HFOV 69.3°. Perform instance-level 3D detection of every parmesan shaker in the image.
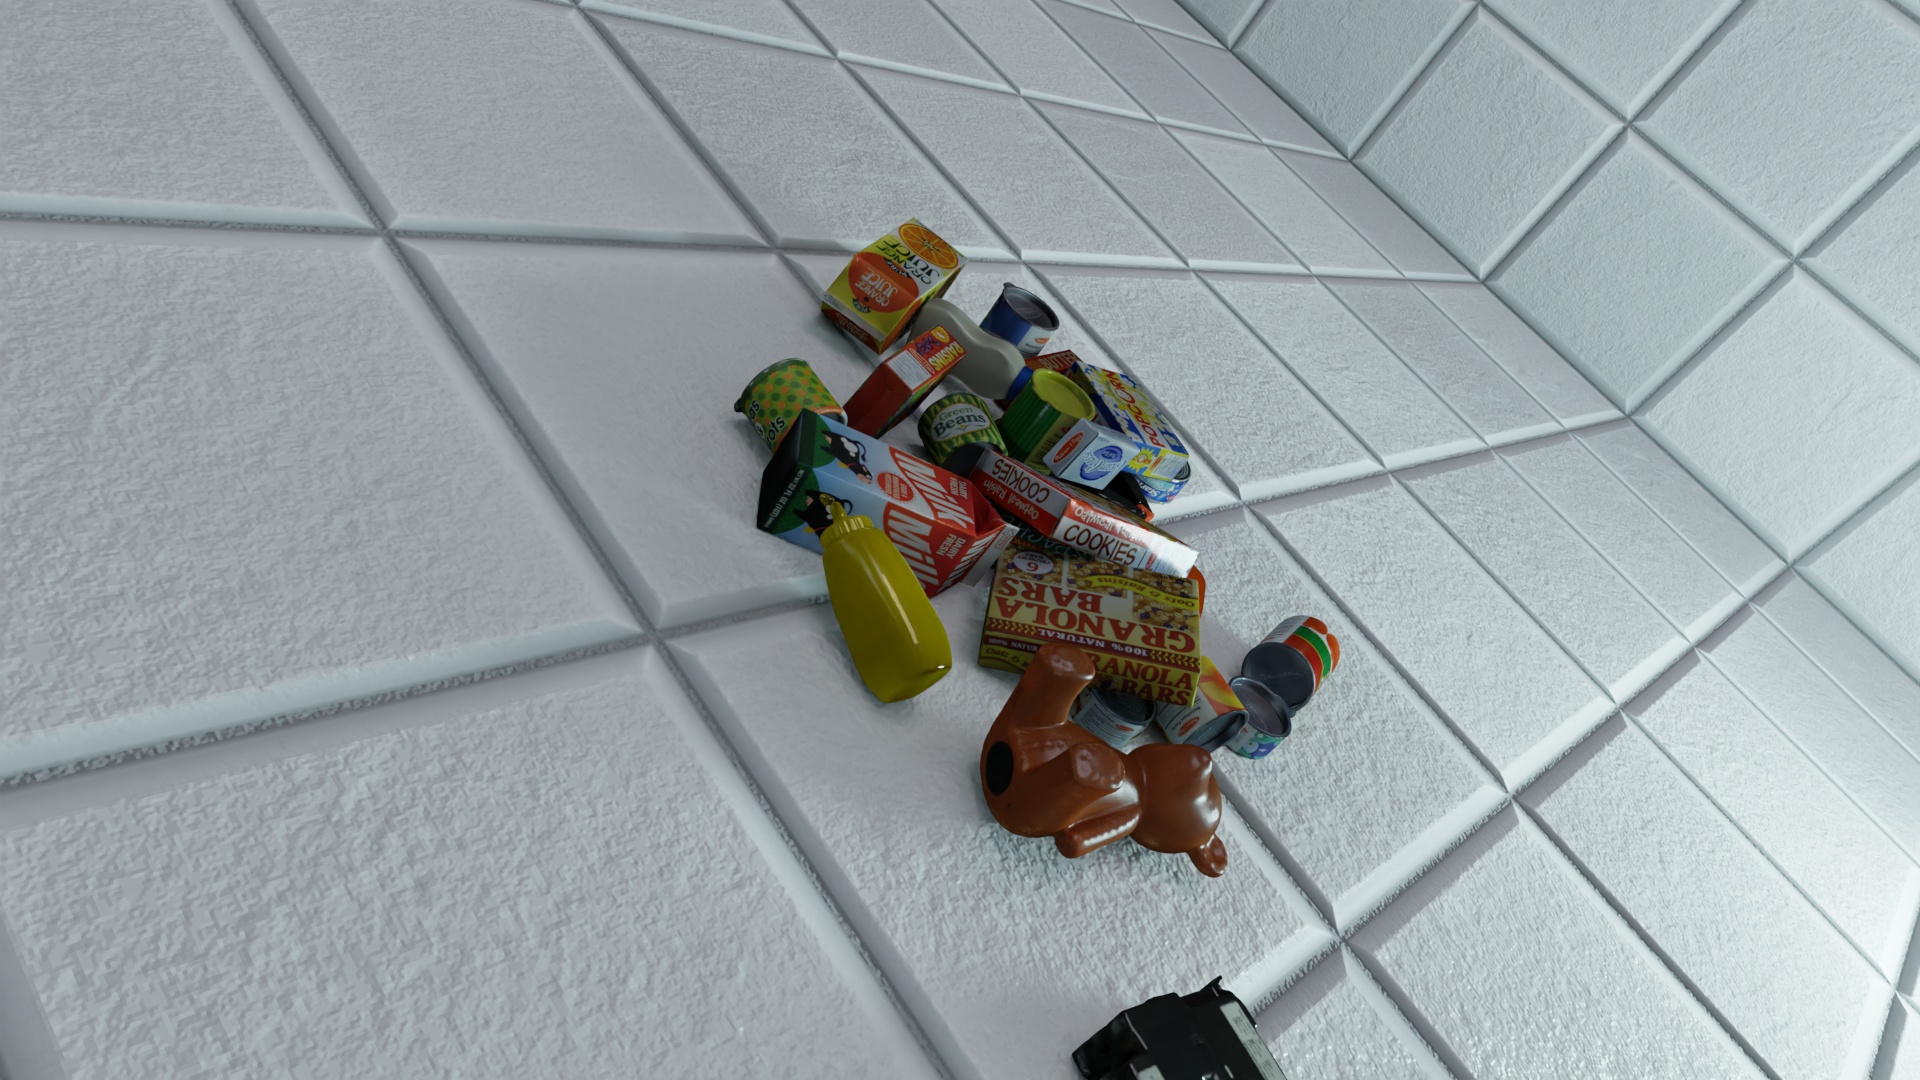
[{"bbox_3d":[0.063,-0.095,1.244,0.071,0.102,0.072,26,33,-18],"label":"parmesan shaker"}]

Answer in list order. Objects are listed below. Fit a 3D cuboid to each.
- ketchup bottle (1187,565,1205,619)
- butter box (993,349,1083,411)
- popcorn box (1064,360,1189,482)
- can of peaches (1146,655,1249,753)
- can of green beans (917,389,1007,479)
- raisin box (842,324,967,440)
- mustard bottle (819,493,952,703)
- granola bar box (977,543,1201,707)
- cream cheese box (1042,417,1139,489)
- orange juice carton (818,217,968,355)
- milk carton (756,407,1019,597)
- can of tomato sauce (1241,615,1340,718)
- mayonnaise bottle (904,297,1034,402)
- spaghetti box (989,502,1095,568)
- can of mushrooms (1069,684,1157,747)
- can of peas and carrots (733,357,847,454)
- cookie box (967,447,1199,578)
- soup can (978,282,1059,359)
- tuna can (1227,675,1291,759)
[{"bbox_3d":[0.177,0.067,1.205,0.065,0.043,0.149,31,33,-5],"label":"ketchup bottle"},{"bbox_3d":[0.079,-0.160,1.389,0.024,0.053,0.104,45,33,16],"label":"butter box"},{"bbox_3d":[0.158,-0.117,1.356,0.085,0.038,0.127,10,37,-36],"label":"popcorn box"},{"bbox_3d":[0.188,0.134,1.111,0.071,0.071,0.058,1,46,-43],"label":"can of peaches"},{"bbox_3d":[0.002,-0.085,1.207,0.071,0.071,0.058,12,40,-35],"label":"can of green beans"},{"bbox_3d":[-0.053,-0.131,1.193,0.040,0.085,0.124,45,32,0],"label":"raisin box"},{"bbox_3d":[-0.062,0.033,0.979,0.049,0.065,0.160,-2,61,-50],"label":"mustard bottle"},{"bbox_3d":[0.103,0.063,1.085,0.166,0.038,0.125,11,33,1],"label":"granola bar box"},{"bbox_3d":[0.118,-0.076,1.237,0.024,0.053,0.104,51,18,22],"label":"cream cheese box"},{"bbox_3d":[-0.068,-0.240,1.331,0.072,0.072,0.194,38,33,0],"label":"orange juice carton"},{"bbox_3d":[-0.053,-0.020,1.067,0.190,0.072,0.074,24,34,-21],"label":"milk carton"},{"bbox_3d":[0.298,0.112,1.245,0.071,0.071,0.083,45,32,12],"label":"can of tomato sauce"},{"bbox_3d":[0.022,-0.169,1.321,0.148,0.064,0.041,32,30,7],"label":"mayonnaise bottle"},{"bbox_3d":[0.004,-0.014,1.155,0.250,0.028,0.050,24,34,-20],"label":"spaghetti box"},{"bbox_3d":[0.118,0.125,1.083,0.071,0.033,0.071,25,34,-18],"label":"can of mushrooms"},{"bbox_3d":[-0.134,-0.100,1.098,0.071,0.070,0.059,-10,55,-50],"label":"can of peas and carrots"},{"bbox_3d":[0.104,-0.018,1.182,0.167,0.040,0.123,20,10,-40],"label":"cookie box"},{"bbox_3d":[0.047,-0.202,1.384,0.071,0.083,0.072,26,33,-18],"label":"soup can"},{"bbox_3d":[0.246,0.150,1.176,0.071,0.032,0.071,25,34,-18],"label":"tuna can"}]
